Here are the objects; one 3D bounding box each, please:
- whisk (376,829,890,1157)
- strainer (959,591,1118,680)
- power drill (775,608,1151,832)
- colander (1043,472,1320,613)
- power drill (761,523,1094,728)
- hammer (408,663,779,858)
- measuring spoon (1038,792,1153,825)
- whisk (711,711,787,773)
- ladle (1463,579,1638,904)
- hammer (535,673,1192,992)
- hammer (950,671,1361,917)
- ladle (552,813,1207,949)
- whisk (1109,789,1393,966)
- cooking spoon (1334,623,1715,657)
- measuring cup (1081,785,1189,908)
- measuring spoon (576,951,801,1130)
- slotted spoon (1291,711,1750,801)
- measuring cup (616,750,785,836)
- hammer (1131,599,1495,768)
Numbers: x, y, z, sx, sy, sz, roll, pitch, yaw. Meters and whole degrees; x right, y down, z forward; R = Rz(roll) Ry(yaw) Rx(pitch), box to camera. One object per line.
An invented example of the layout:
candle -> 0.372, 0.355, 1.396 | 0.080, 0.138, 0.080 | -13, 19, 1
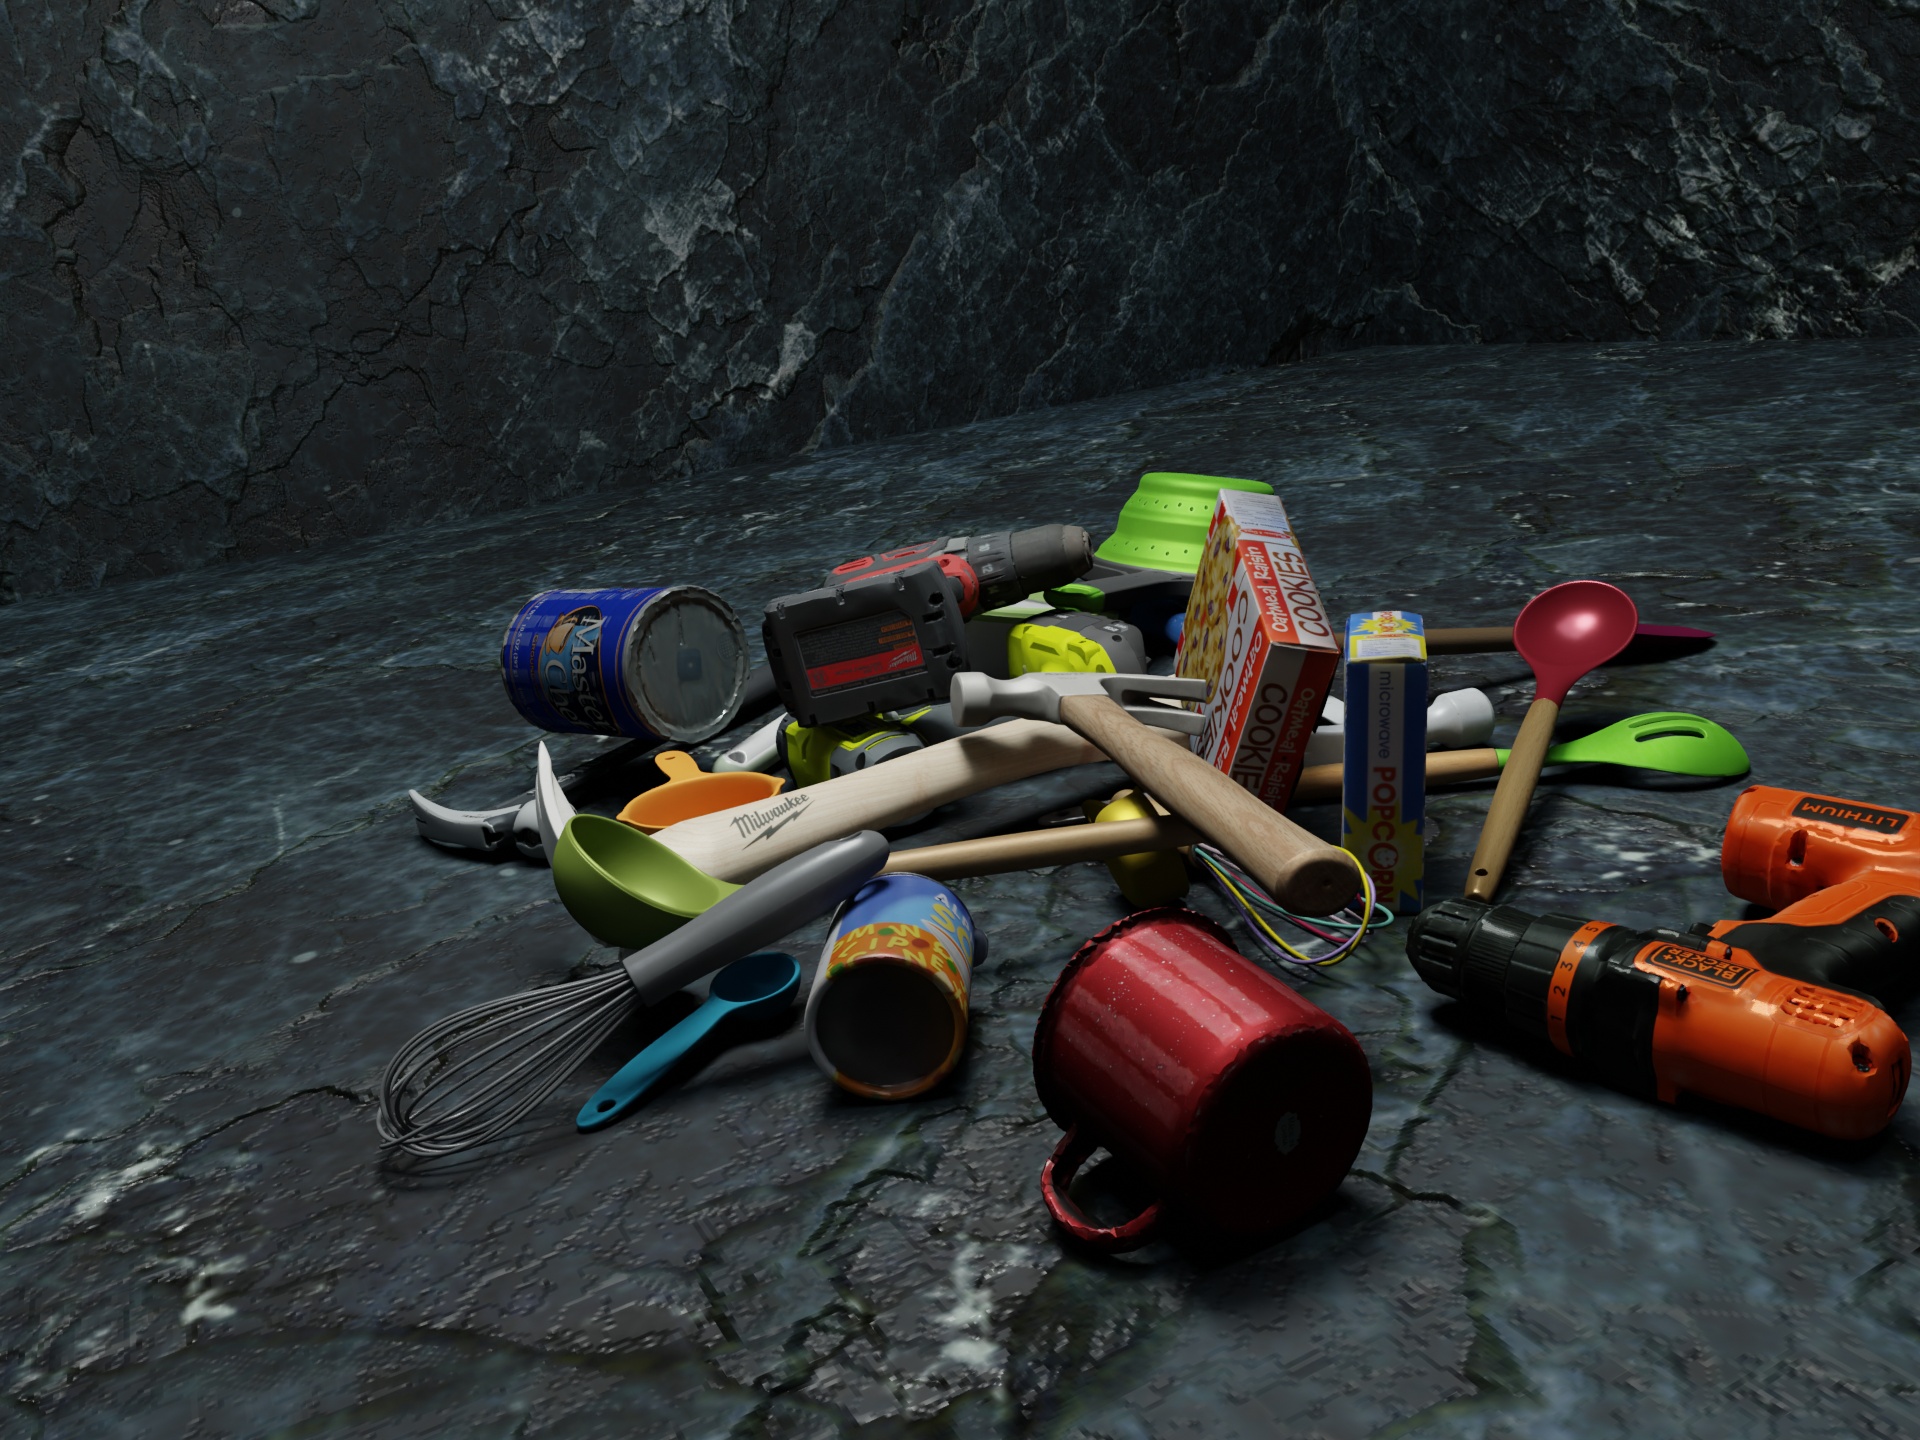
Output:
whisk -> -0.134, 0.110, 0.664 | 0.239, 0.055, 0.055 | -29, 21, -12
strainer -> -0.002, -0.077, 1.263 | 0.151, 0.069, 0.256 | -2, 13, -30
power drill -> -0.002, -0.003, 1.027 | 0.223, 0.080, 0.171 | -19, 19, -24
colander -> 0.164, -0.145, 1.256 | 0.204, 0.094, 0.397 | 10, 13, 26
power drill -> -0.016, -0.075, 1.019 | 0.188, 0.080, 0.227 | -12, 13, 14
hammer -> -0.215, 0.010, 1.154 | 0.149, 0.036, 0.409 | 1, 18, 30
measuring spoon -> 0.103, 0.041, 0.925 | 0.124, 0.018, 0.034 | -12, 17, -12
whisk -> -0.098, -0.008, 1.142 | 0.058, 0.059, 0.246 | 29, 34, 17
ladle -> 0.308, 0.006, 0.849 | 0.069, 0.031, 0.315 | 1, 30, 31
hammer -> -0.026, 0.027, 0.881 | 0.410, 0.038, 0.146 | -16, 55, -32
hammer -> 0.097, 0.022, 0.752 | 0.130, 0.031, 0.331 | -3, 15, -14
ladle -> -0.023, 0.056, 0.729 | 0.320, 0.062, 0.078 | -7, 16, -6
whisk -> 0.134, 0.066, 0.788 | 0.051, 0.047, 0.245 | -14, 14, -17
cooking spoon -> 0.360, -0.053, 1.055 | 0.318, 0.017, 0.069 | -3, 13, -17
measuring cup -> 0.077, 0.062, 0.830 | 0.029, 0.062, 0.156 | -25, 8, -9
measuring spoon -> -0.116, 0.144, 0.695 | 0.042, 0.021, 0.128 | 6, 31, 38
slotted spoon -> 0.272, 0.027, 0.884 | 0.314, 0.031, 0.070 | -7, 19, 8
measuring cup -> -0.154, 0.058, 0.930 | 0.095, 0.052, 0.174 | -13, 15, -17
hammer -> 0.200, -0.036, 1.111 | 0.144, 0.035, 0.406 | -11, 17, -11
